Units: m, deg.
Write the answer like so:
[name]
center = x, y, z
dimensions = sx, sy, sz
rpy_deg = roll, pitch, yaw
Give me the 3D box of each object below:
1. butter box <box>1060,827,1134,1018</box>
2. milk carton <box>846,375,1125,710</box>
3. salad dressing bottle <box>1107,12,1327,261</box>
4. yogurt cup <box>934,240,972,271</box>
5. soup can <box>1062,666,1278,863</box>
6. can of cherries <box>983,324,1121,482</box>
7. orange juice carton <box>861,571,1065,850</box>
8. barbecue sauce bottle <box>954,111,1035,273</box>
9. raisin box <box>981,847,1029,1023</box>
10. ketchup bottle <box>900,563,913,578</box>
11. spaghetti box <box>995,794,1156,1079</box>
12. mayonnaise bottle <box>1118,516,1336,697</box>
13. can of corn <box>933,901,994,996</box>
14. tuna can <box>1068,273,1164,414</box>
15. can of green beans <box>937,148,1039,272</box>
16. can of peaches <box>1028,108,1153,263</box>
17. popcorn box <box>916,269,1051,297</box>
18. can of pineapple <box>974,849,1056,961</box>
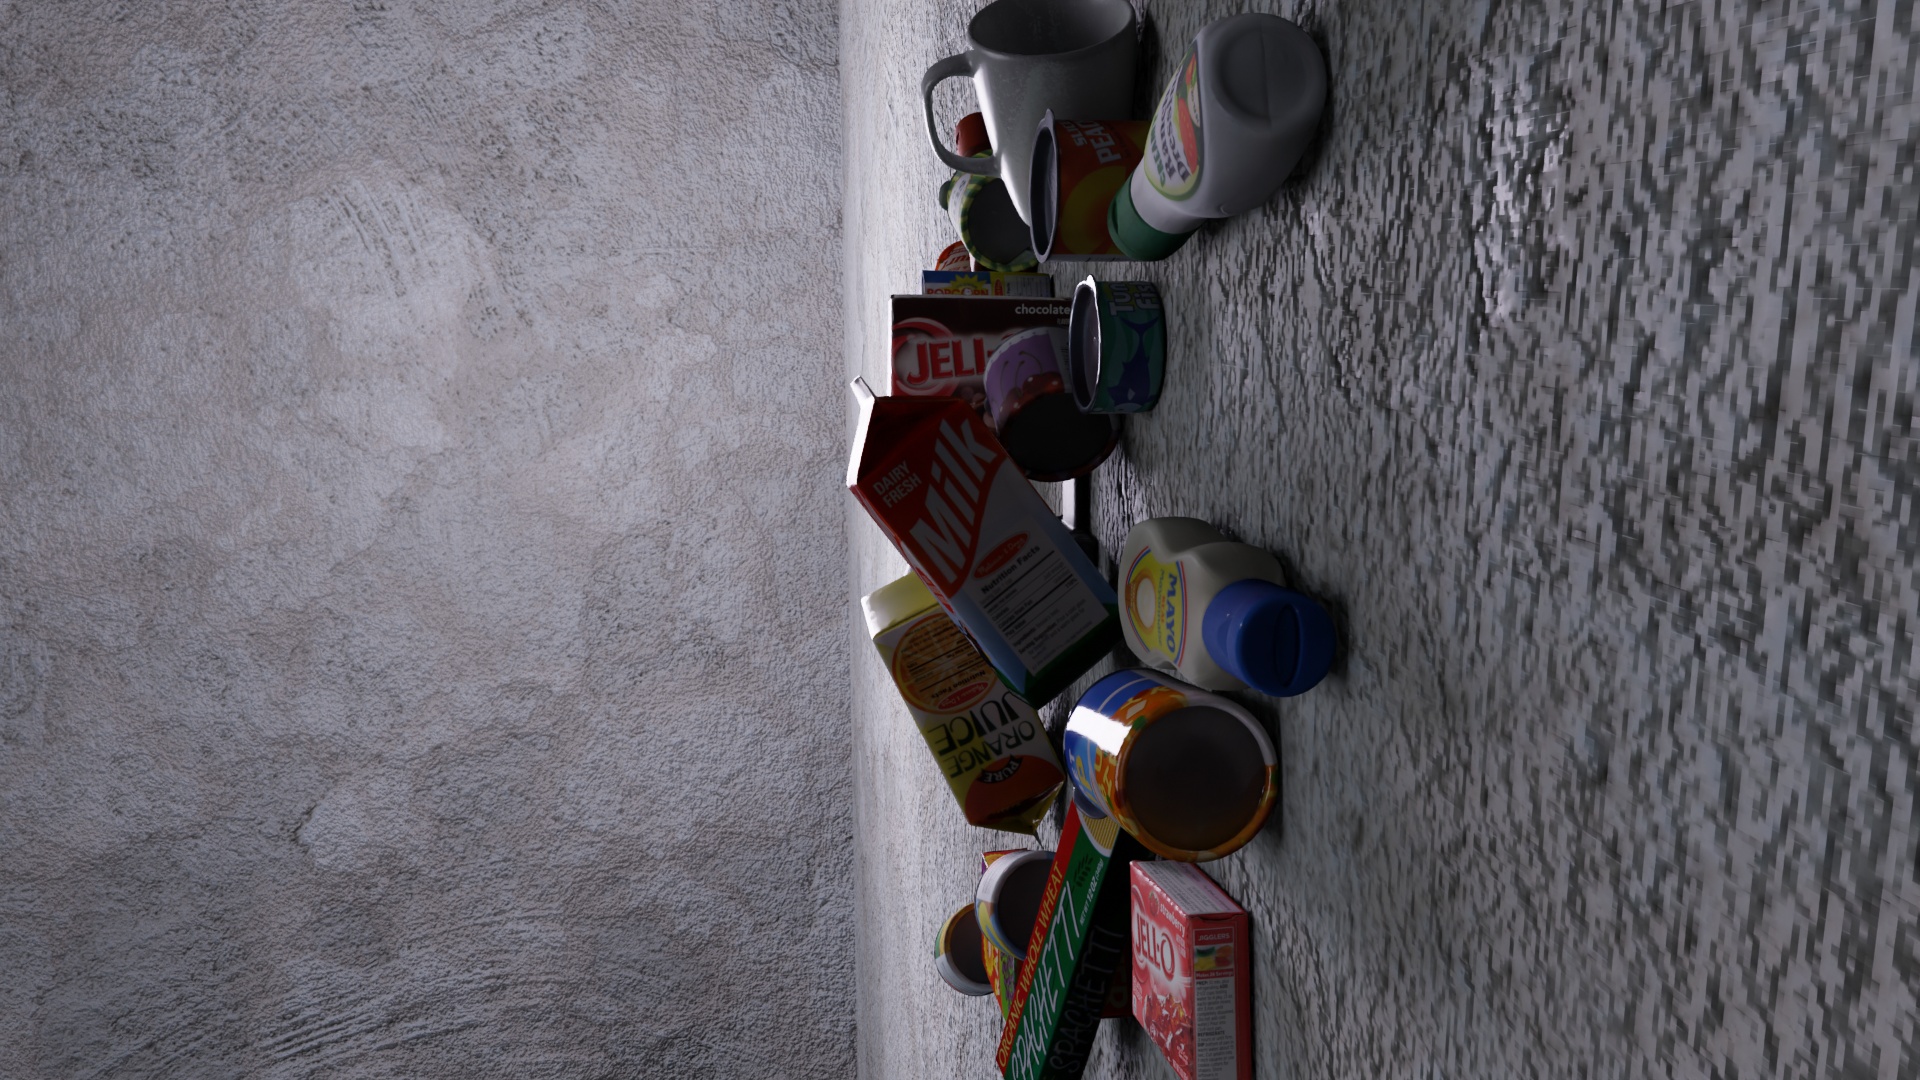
[butter box]
center = 0.076, 0.210, 0.775
dimensions = 0.053, 0.024, 0.103
rpy_deg = 128, 139, -75
[milk carton]
center = 0.003, -0.009, 0.734
dimensions = 0.190, 0.073, 0.072
rpy_deg = 52, 174, -6
[salad dressing bottle]
center = 0.092, -0.147, 0.535
dimensions = 0.147, 0.044, 0.064
rpy_deg = 138, 129, -79
[yogurt cup]
center = 0.009, -0.183, 1.018
dimensions = 0.072, 0.072, 0.054
rpy_deg = 99, 174, -51
[soup can]
center = 0.082, 0.091, 0.564
dimensions = 0.084, 0.071, 0.071
rpy_deg = -173, 81, -81
[can of cherries]
center = 0.048, -0.072, 0.756
dimensions = 0.059, 0.071, 0.071
rpy_deg = -103, 14, -47
[orange juice carton]
center = 0.010, 0.112, 0.909
dimensions = 0.192, 0.073, 0.072
rpy_deg = 64, 179, -21
[barbecue sauce bottle]
center = 0.022, -0.242, 0.979
dimensions = 0.064, 0.044, 0.149
rpy_deg = 97, 168, -53
[raisin box]
center = 0.043, 0.277, 0.958
dimensions = 0.123, 0.040, 0.086
rpy_deg = -134, 42, -75
[ketchup bottle]
center = -0.004, -0.025, 1.015
dimensions = 0.064, 0.043, 0.149
rpy_deg = 107, -177, -77
[spaghetti box]
center = 0.062, 0.205, 0.721
dimensions = 0.050, 0.029, 0.248
rpy_deg = -120, 37, -54
[mayonnaise bottle]
center = 0.098, 0.027, 0.535
dimensions = 0.148, 0.041, 0.064
rpy_deg = -146, 56, -80
[can of corn]
center = 0.017, 0.308, 1.056
dimensions = 0.058, 0.071, 0.071
rpy_deg = 111, 156, -67
[tuna can]
center = 0.076, -0.097, 0.684
dimensions = 0.071, 0.033, 0.071
rpy_deg = 180, 88, -81
[can of green beans]
center = 0.027, -0.208, 0.873
dimensions = 0.058, 0.071, 0.071
rpy_deg = -109, 19, -62
[can of peaches]
center = 0.067, -0.166, 0.652
dimensions = 0.071, 0.058, 0.071
rpy_deg = -179, 88, -82
[popcorn box]
center = 0.009, -0.140, 0.942
dimensions = 0.126, 0.085, 0.038
rpy_deg = 117, 151, -73
[can of pineapple]
center = 0.047, 0.223, 0.842
dimensions = 0.057, 0.071, 0.071
rpy_deg = 123, 144, -75
